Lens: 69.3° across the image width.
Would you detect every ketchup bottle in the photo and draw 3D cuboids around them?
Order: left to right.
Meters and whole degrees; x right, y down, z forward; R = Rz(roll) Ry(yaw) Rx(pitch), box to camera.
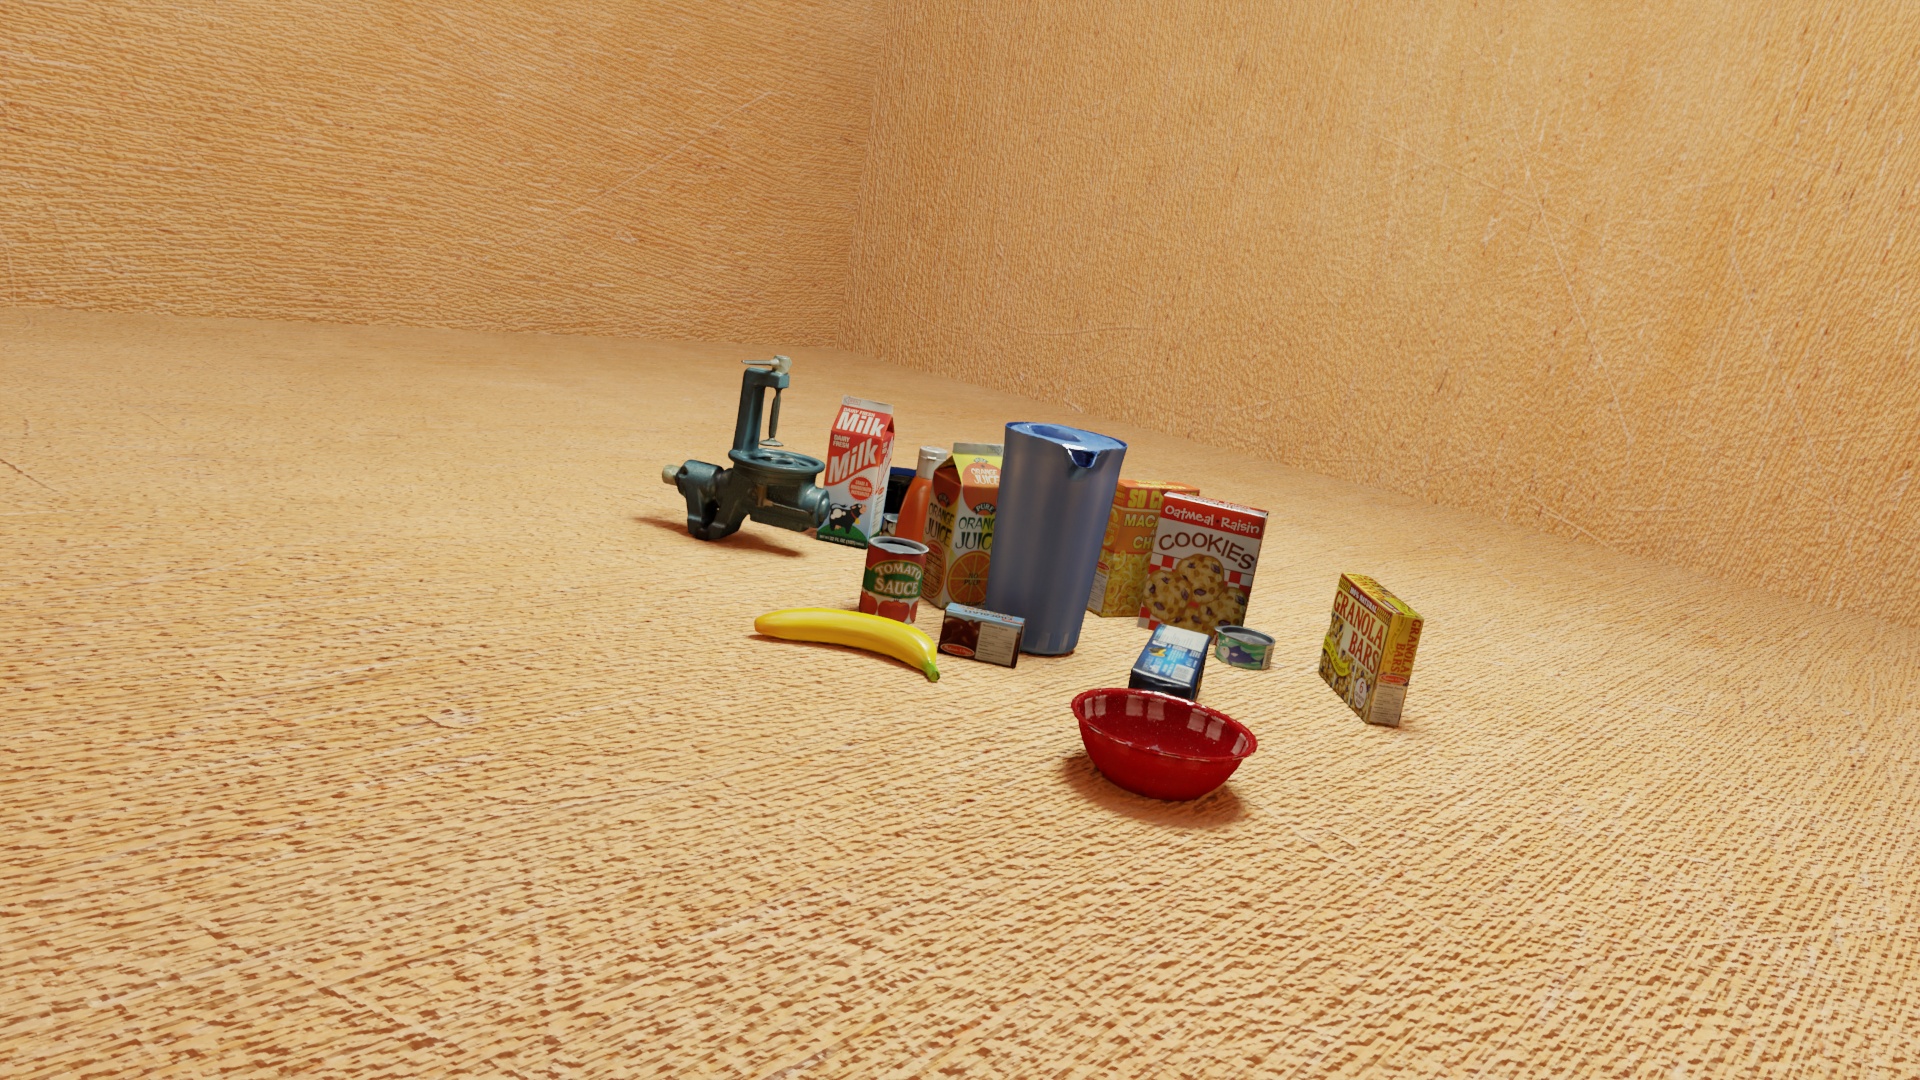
[{"bbox_3d":[-0.046,-0.046,1.795,0.065,0.148,0.043,10,12,1],"label":"ketchup bottle"}]

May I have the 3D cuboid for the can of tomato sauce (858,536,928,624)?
[{"bbox_3d":[-0.074,0.044,1.528,0.071,0.083,0.071,10,12,-2],"label":"can of tomato sauce"}]

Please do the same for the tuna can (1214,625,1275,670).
[{"bbox_3d":[0.325,0.123,1.604,0.071,0.032,0.071,10,13,-2],"label":"tuna can"}]

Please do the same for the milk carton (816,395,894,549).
[{"bbox_3d":[-0.136,-0.092,1.833,0.072,0.190,0.073,12,12,8],"label":"milk carton"}]

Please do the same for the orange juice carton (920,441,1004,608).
[{"bbox_3d":[0.006,-0.020,1.624,0.072,0.192,0.073,3,14,-31],"label":"orange juice carton"}]

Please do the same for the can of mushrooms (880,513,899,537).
[{"bbox_3d":[-0.076,-0.014,1.891,0.071,0.033,0.071,10,13,-2],"label":"can of mushrooms"}]

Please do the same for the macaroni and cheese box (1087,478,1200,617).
[{"bbox_3d":[0.226,0.010,1.719,0.124,0.166,0.040,1,15,-35],"label":"macaroni and cheese box"}]

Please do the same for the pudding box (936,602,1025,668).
[{"bbox_3d":[0.022,0.098,1.443,0.084,0.049,0.030,11,12,6],"label":"pudding box"}]

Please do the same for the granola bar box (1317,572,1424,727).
[{"bbox_3d":[0.446,0.116,1.521,0.039,0.124,0.166,9,13,-6],"label":"granola bar box"}]

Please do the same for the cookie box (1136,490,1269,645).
[{"bbox_3d":[0.289,0.034,1.660,0.123,0.167,0.040,13,13,14],"label":"cookie box"}]
